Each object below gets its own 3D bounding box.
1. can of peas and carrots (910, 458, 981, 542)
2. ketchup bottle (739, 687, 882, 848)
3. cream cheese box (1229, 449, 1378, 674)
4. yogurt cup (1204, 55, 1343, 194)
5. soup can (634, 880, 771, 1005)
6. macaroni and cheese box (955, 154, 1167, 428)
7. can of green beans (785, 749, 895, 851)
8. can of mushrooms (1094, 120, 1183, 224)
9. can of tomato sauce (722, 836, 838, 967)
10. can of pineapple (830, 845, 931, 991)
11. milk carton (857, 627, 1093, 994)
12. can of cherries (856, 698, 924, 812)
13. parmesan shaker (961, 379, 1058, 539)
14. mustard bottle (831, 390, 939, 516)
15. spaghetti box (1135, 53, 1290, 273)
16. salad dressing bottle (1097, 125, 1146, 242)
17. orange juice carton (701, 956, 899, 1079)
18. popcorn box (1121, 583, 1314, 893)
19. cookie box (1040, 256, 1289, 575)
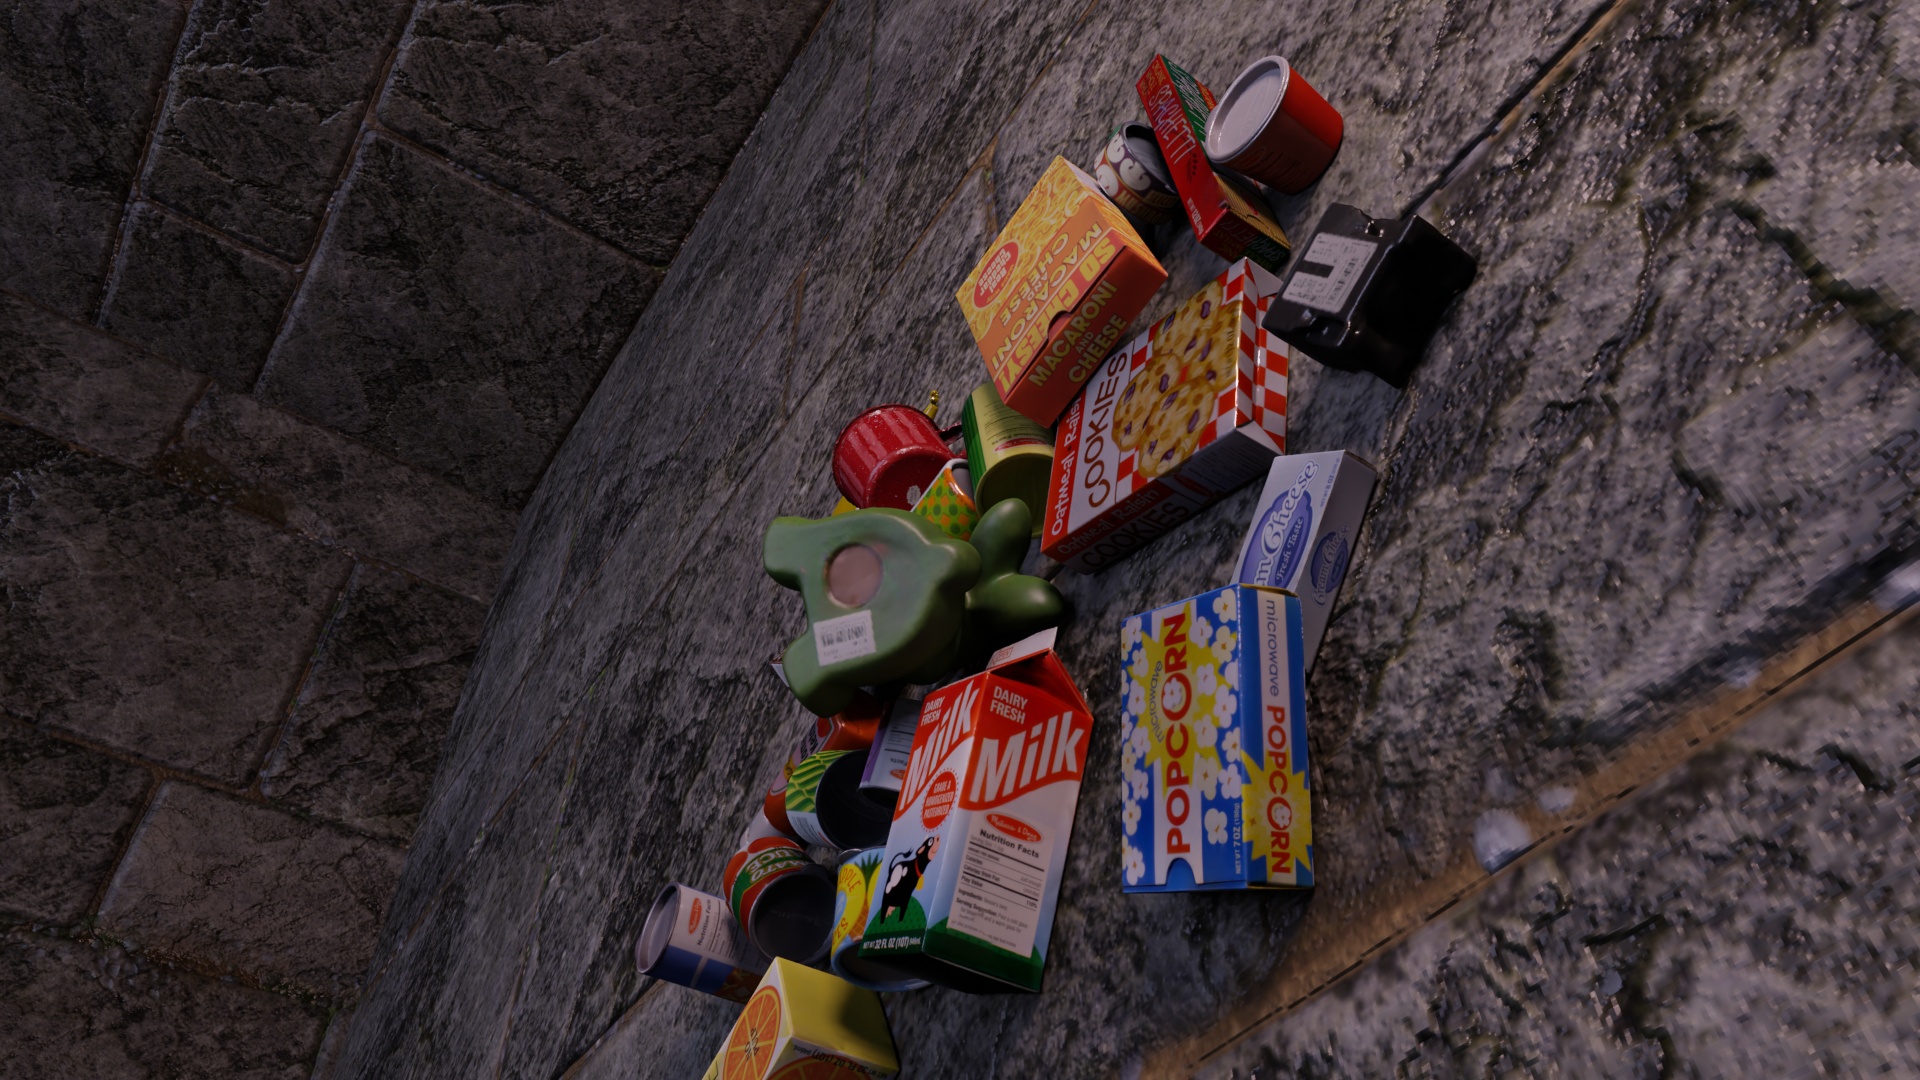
[{"bbox_3d":[0.003,-0.012,0.947,0.058,0.071,0.071,-52,25,25],"label":"can of peas and carrots"},{"bbox_3d":[-0.110,0.177,1.015,0.148,0.043,0.065,-55,18,21],"label":"ketchup bottle"},{"bbox_3d":[0.154,0.010,0.648,0.053,0.024,0.104,-3,64,66],"label":"cream cheese box"},{"bbox_3d":[0.184,-0.238,0.808,0.072,0.054,0.073,-47,28,35],"label":"yogurt cup"},{"bbox_3d":[-0.181,0.290,0.995,0.071,0.084,0.072,-48,27,34],"label":"soup can"},{"bbox_3d":[0.059,-0.165,0.903,0.123,0.040,0.167,-52,28,21],"label":"macaroni and cheese box"},{"bbox_3d":[-0.075,0.171,0.917,0.057,0.071,0.071,-16,52,61],"label":"can of green beans"},{"bbox_3d":[0.125,-0.244,0.928,0.033,0.071,0.071,-46,28,37],"label":"can of mushrooms"},{"bbox_3d":[-0.120,0.241,0.937,0.071,0.071,0.083,-66,22,-5],"label":"can of tomato sauce"},{"bbox_3d":[-0.041,0.216,0.791,0.070,0.071,0.058,-46,29,37],"label":"can of pineapple"},{"bbox_3d":[0.014,0.139,0.748,0.072,0.073,0.191,-29,41,55],"label":"milk carton"},{"bbox_3d":[-0.023,0.135,0.846,0.071,0.071,0.058,-24,45,57],"label":"can of cherries"},{"bbox_3d":[0.040,-0.056,0.916,0.071,0.071,0.103,-53,24,25],"label":"parmesan shaker"},{"bbox_3d":[-0.056,-0.051,1.134,0.160,0.049,0.065,-58,23,11],"label":"mustard bottle"},{"bbox_3d":[0.155,-0.243,0.882,0.028,0.050,0.251,-49,26,29],"label":"spaghetti box"},{"bbox_3d":[0.108,-0.226,0.976,0.064,0.044,0.148,-24,43,57],"label":"salad dressing bottle"},{"bbox_3d":[-0.118,0.350,0.812,0.192,0.072,0.073,-60,22,9],"label":"orange juice carton"},{"bbox_3d":[0.109,0.089,0.606,0.085,0.038,0.127,-25,59,56],"label":"popcorn box"},{"bbox_3d":[0.116,-0.066,0.793,0.166,0.040,0.123,-35,36,48],"label":"cookie box"}]
